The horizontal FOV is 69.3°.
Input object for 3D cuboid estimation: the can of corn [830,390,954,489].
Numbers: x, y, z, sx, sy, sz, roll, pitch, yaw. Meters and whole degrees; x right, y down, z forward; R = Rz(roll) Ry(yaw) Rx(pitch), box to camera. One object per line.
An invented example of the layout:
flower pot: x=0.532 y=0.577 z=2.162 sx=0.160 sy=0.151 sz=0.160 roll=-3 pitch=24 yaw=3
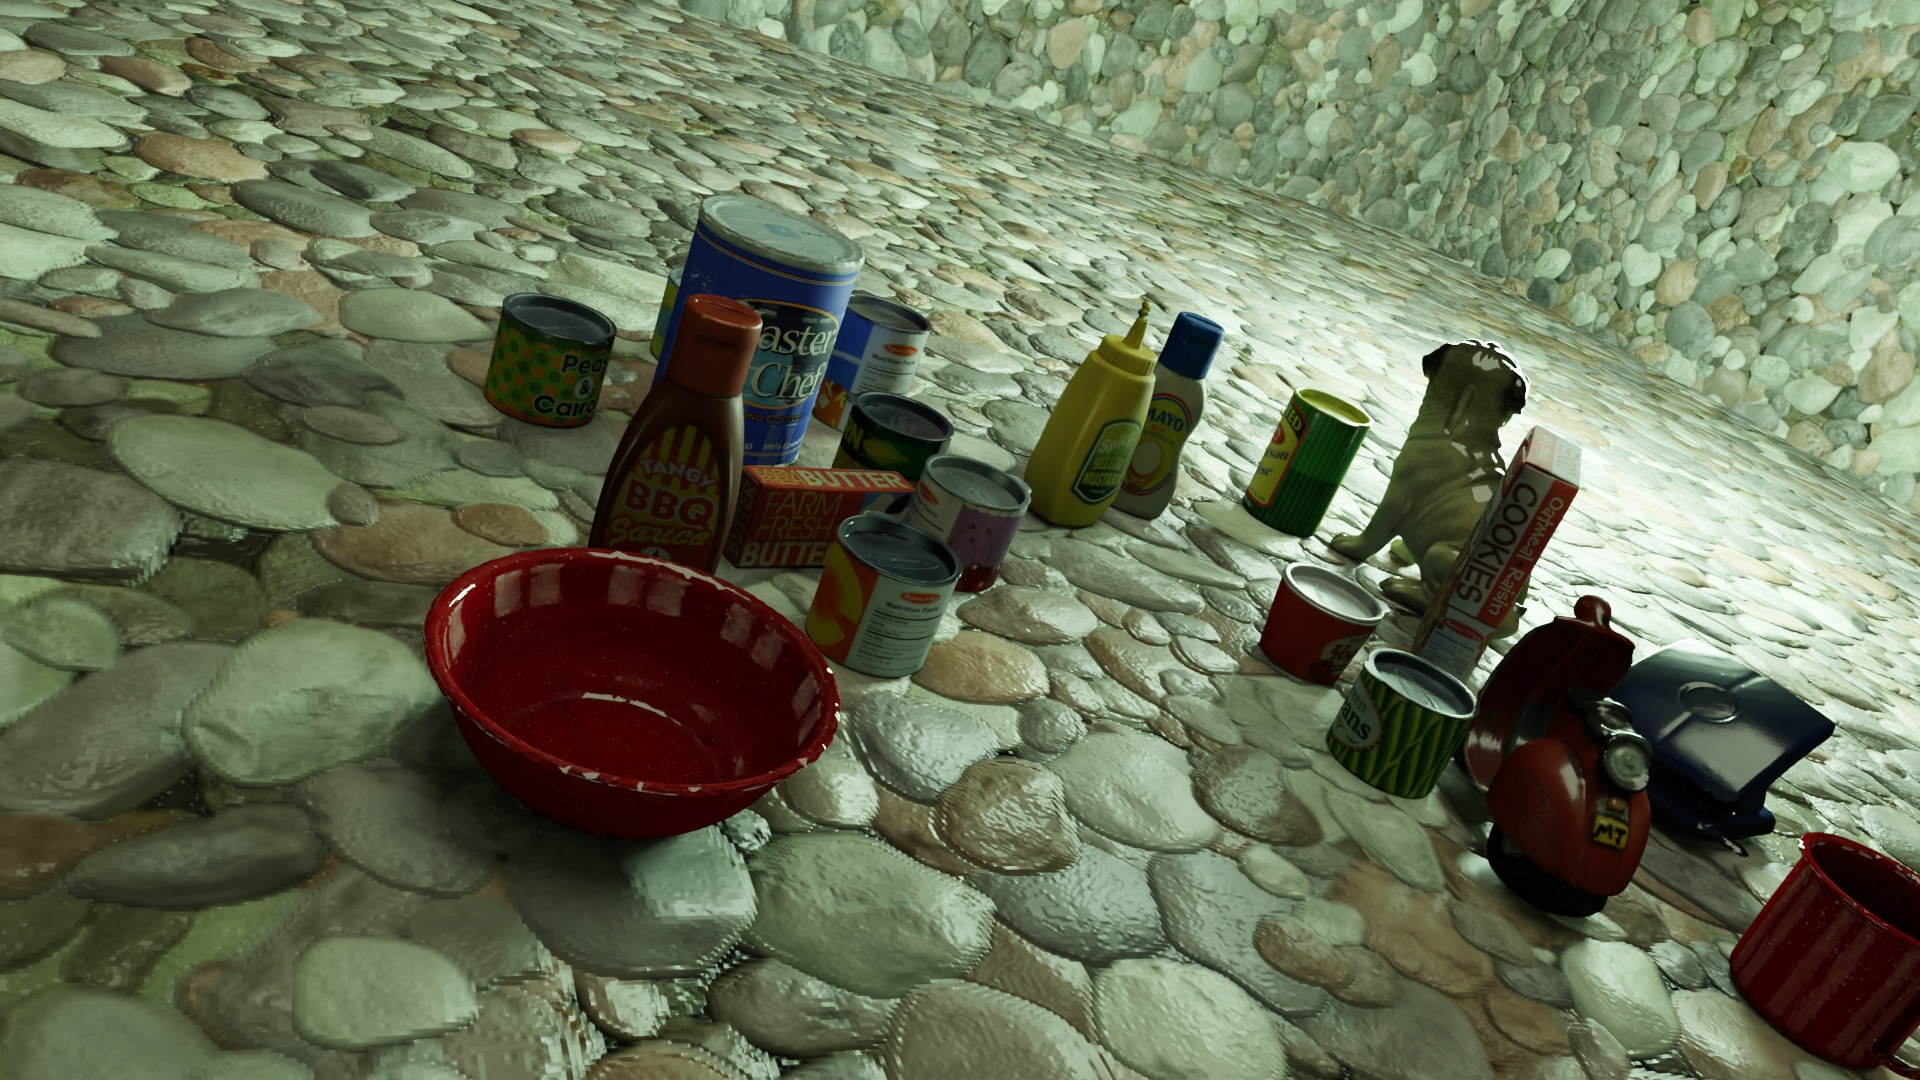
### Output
can of corn: x=-0.047 y=-0.055 z=0.876 sx=0.071 sy=0.058 sz=0.071 roll=18 pitch=24 yaw=-8

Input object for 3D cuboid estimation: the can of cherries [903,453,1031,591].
can of cherries: x=0.003 y=-0.010 z=0.823 sx=0.071 sy=0.058 sz=0.072 roll=18 pitch=24 yaw=-8

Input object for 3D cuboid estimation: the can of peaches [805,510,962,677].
can of peaches: x=-0.040 y=0.027 z=0.708 sx=0.071 sy=0.057 sz=0.071 roll=18 pitch=24 yaw=-8

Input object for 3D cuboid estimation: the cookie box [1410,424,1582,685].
cookie box: x=0.358 y=0.013 z=0.936 sx=0.040 sy=0.166 sz=0.123 roll=28 pitch=24 yaw=15

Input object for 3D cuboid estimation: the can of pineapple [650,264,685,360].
can of pineapple: x=-0.179 y=-0.153 z=0.973 sx=0.071 sy=0.057 sz=0.071 roll=18 pitch=24 yaw=-8

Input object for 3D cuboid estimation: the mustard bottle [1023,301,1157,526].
mustard bottle: x=0.095 y=-0.086 z=0.935 sx=0.065 sy=0.159 sz=0.049 roll=-2 pitch=33 yaw=-43

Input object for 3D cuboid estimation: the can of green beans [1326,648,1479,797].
can of green beans: x=0.250 y=0.104 z=0.789 sx=0.071 sy=0.057 sz=0.071 roll=18 pitch=24 yaw=-8

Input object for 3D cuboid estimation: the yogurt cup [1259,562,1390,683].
yogurt cup: x=0.225 y=0.054 z=0.879 sx=0.072 sy=0.053 sz=0.073 roll=18 pitch=24 yaw=-8

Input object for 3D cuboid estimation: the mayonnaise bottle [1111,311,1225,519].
mayonnaise bottle: x=0.144 y=-0.091 z=1.002 sx=0.065 sy=0.147 sz=0.041 roll=21 pitch=23 yaw=-2

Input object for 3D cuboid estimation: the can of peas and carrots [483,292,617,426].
can of peas and carrots: x=-0.241 y=-0.106 z=0.821 sx=0.071 sy=0.058 sz=0.071 roll=18 pitch=24 yaw=-8

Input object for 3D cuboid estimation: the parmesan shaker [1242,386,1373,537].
parmesan shaker: x=0.274 y=-0.061 z=1.102 sx=0.071 sy=0.102 sz=0.071 roll=18 pitch=24 yaw=-8

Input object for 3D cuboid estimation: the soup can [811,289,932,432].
soup can: x=-0.066 y=-0.124 z=0.975 sx=0.071 sy=0.083 sz=0.071 roll=18 pitch=24 yaw=-8

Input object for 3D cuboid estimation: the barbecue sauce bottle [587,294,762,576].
barbecue sauce bottle: x=-0.133 y=-0.044 z=0.669 sx=0.065 sy=0.148 sz=0.044 roll=16 pitch=24 yaw=-14

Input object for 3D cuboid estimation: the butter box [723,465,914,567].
butter box: x=-0.078 y=-0.013 z=0.767 sx=0.104 sy=0.053 sz=0.024 roll=1 pitch=31 yaw=-39

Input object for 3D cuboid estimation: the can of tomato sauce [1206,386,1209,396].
can of tomato sauce: x=0.148 y=-0.090 z=1.084 sx=0.071 sy=0.082 sz=0.071 roll=18 pitch=24 yaw=-8
